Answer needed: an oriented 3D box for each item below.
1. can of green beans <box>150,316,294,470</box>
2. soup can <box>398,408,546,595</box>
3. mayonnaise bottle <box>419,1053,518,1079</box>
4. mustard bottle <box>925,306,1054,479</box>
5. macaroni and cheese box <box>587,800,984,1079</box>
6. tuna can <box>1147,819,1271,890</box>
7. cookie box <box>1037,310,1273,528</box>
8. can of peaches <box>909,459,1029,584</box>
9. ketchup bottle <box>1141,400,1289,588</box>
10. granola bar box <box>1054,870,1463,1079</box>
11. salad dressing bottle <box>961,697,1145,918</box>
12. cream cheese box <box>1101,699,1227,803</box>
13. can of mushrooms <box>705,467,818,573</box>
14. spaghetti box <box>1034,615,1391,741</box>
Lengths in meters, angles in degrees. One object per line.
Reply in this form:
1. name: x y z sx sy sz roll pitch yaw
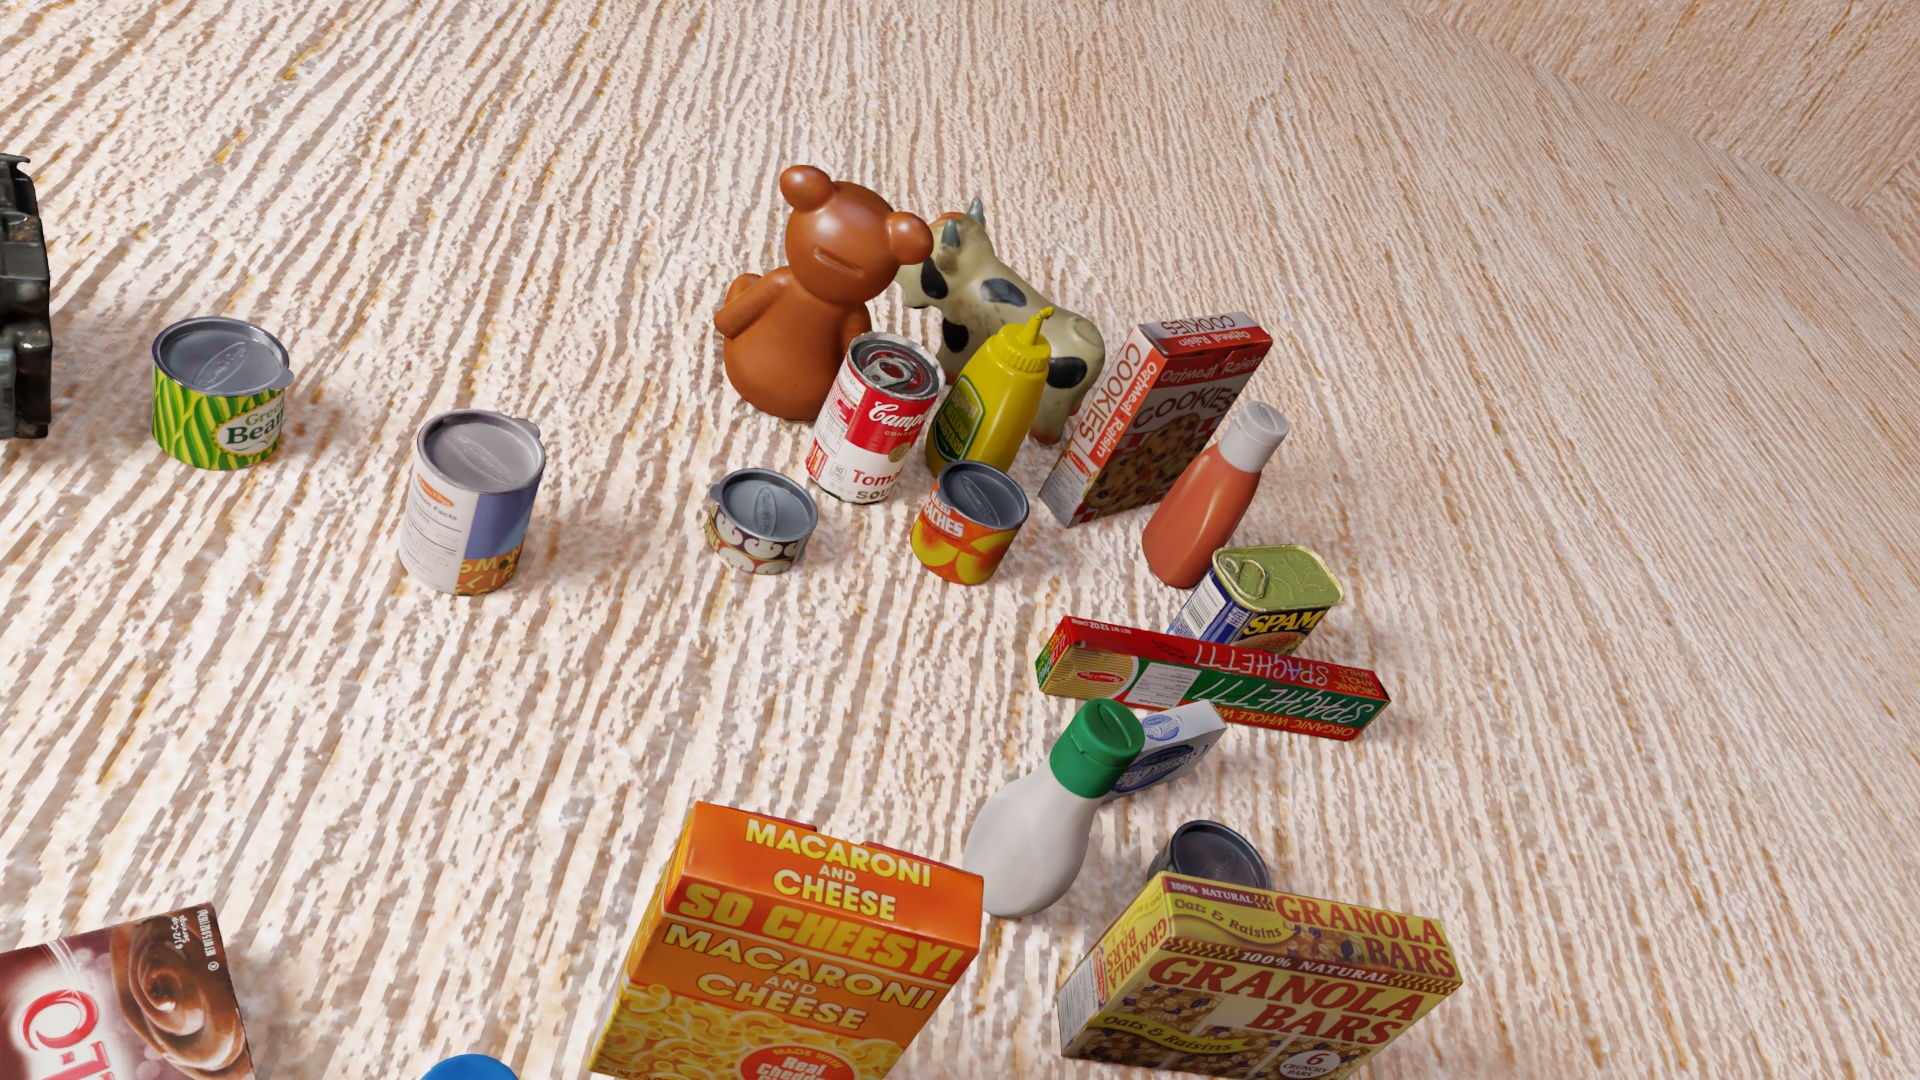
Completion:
1. can of green beans: -0.411 -0.081 0.771 0.071 0.057 0.071 17 40 -14
2. soup can: -0.269 -0.022 0.770 0.071 0.083 0.072 17 40 -14
3. mayonnaise bottle: -0.185 0.231 0.489 0.065 0.147 0.041 14 41 -17
4. mustard bottle: 0.026 -0.104 0.976 0.049 0.159 0.065 -5 49 -35
5. macaroni and cheese box: -0.078 0.184 0.590 0.124 0.165 0.040 18 40 -13
6. tuna can: 0.147 0.202 0.813 0.071 0.032 0.071 17 40 -14
7. cookie box: 0.144 -0.089 1.025 0.123 0.166 0.040 -14 55 -41
8. can of peaches: 0.003 -0.012 0.943 0.071 0.057 0.071 17 40 -14
9. ketchup bottle: 0.184 -0.035 1.004 0.043 0.148 0.065 9 42 -23
10. granola bar box: 0.149 0.228 0.711 0.166 0.123 0.039 14 41 -18
11. salad dressing bottle: 0.048 0.142 0.728 0.044 0.146 0.064 -6 50 -36
12. cream cheese box: 0.112 0.131 0.853 0.104 0.053 0.024 -9 52 -37
13. can of mushrooms: -0.129 -0.013 0.884 0.071 0.033 0.071 17 40 -14
14. spaghetti box: 0.172 0.095 0.932 0.250 0.050 0.029 11 42 -21
